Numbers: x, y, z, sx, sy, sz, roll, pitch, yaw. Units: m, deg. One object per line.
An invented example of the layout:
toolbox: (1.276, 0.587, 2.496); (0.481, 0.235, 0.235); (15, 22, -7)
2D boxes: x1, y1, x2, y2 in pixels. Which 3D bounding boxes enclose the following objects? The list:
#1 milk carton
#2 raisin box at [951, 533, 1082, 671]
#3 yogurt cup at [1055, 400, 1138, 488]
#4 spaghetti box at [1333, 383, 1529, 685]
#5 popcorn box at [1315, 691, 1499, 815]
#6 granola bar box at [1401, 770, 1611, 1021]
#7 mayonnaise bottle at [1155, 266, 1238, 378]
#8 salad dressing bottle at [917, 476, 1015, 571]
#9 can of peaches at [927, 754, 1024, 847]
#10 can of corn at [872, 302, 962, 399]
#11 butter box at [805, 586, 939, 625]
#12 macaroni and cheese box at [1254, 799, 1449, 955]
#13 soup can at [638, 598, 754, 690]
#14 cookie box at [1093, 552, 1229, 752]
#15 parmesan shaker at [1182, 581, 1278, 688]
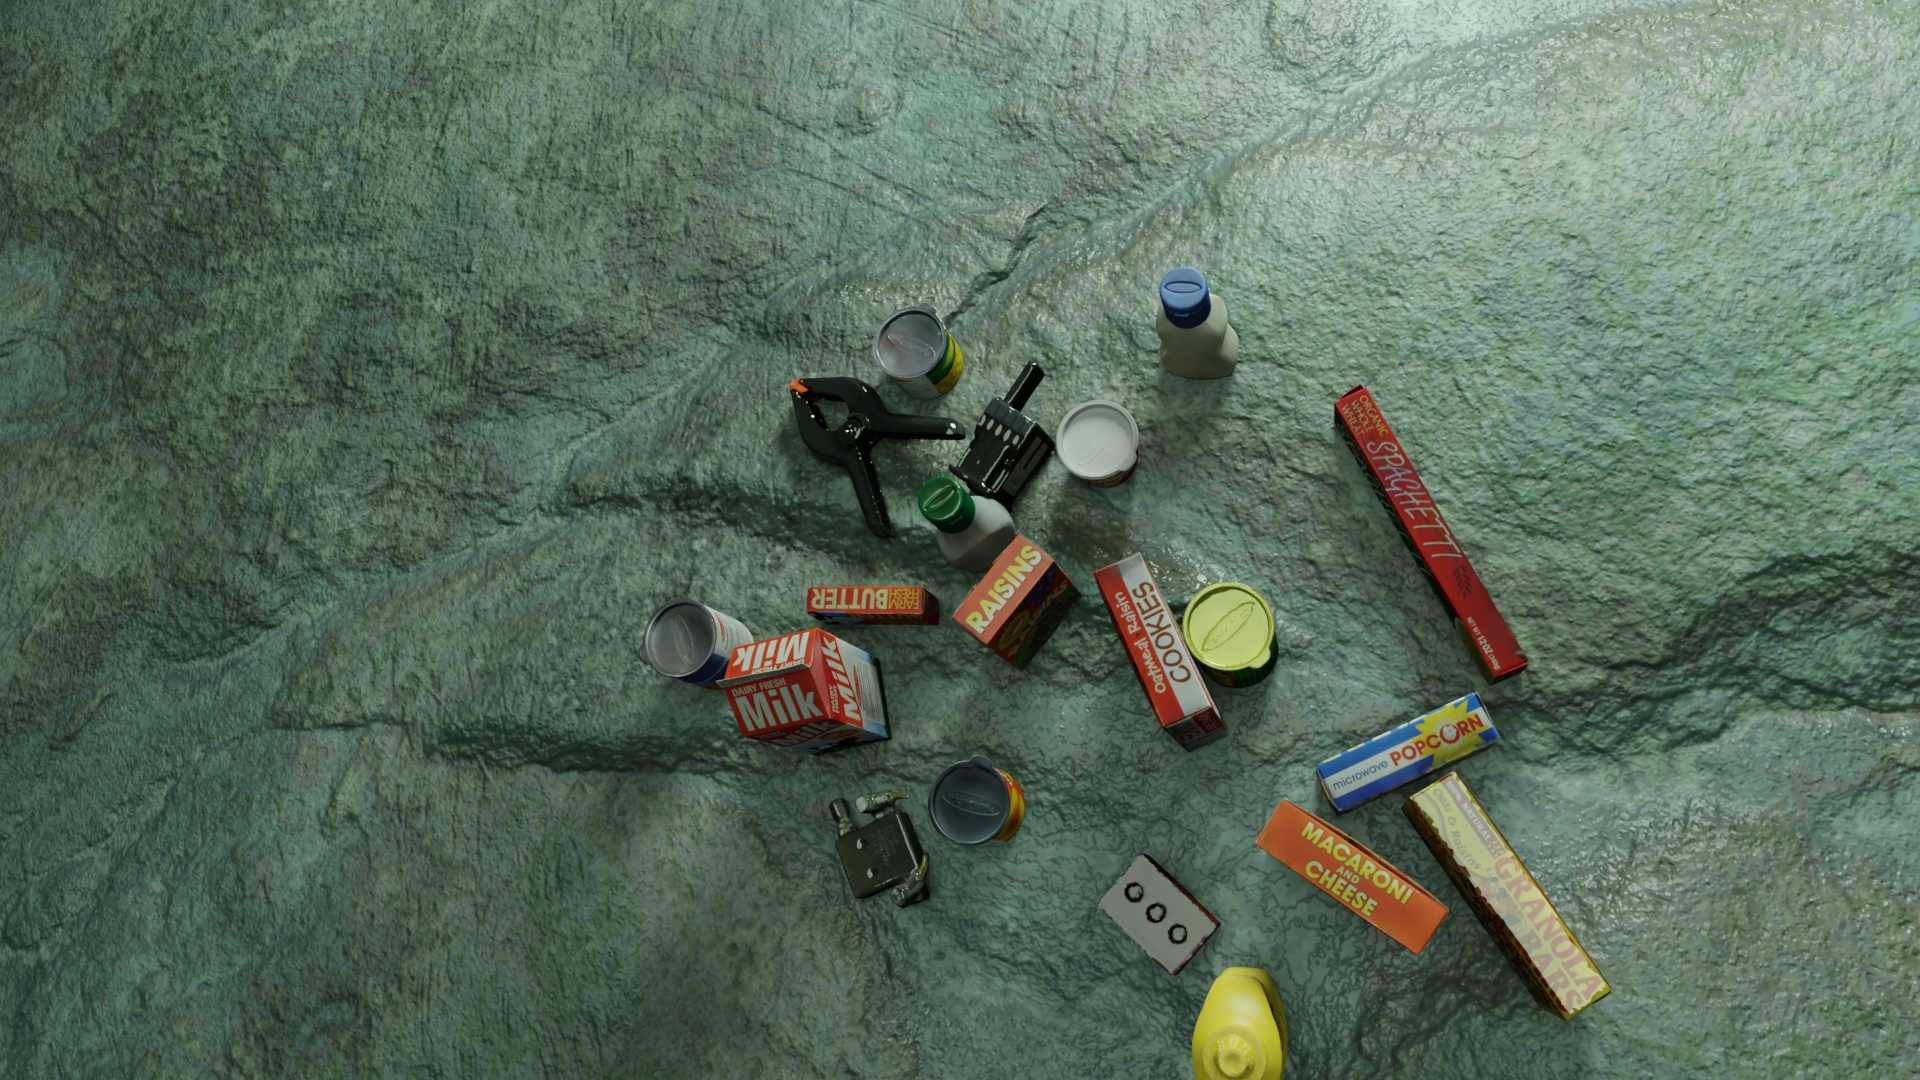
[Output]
milk carton: (-0.121, 0.119, 1.092); (0.072, 0.190, 0.073); (-14, 73, 11)
raisin box: (0.047, 0.051, 1.102); (0.040, 0.123, 0.086); (38, 88, 21)
yogurt cup: (0.117, -0.077, 1.155); (0.072, 0.054, 0.072); (-4, 75, 14)
spaghetti box: (0.359, -0.006, 1.073); (0.028, 0.050, 0.250); (-27, 70, 7)
popcorn box: (0.325, 0.159, 1.019); (0.126, 0.085, 0.038); (-26, 71, 7)
granola bar box: (0.373, 0.243, 0.962); (0.039, 0.124, 0.166); (-34, 70, 5)
mayonnaise bottle: (0.186, -0.173, 1.112); (0.065, 0.148, 0.041); (5, 77, 16)
salad dressing bottle: (0.004, -0.014, 1.118); (0.064, 0.147, 0.044); (-36, 70, 4)
can of peaches: (0.015, 0.208, 1.103); (0.071, 0.058, 0.071); (-4, 75, 14)
can of corn: (-0.035, -0.165, 1.217); (0.071, 0.058, 0.071); (-4, 75, 14)
butter box: (-0.073, 0.055, 1.170); (0.103, 0.053, 0.024); (-1, 76, 15)
macaroni and cheese box: (0.271, 0.234, 0.969); (0.124, 0.166, 0.040); (33, 86, 20)
soup can: (-0.224, 0.091, 1.184); (0.071, 0.083, 0.071); (-4, 75, 14)
cookie box: (0.152, 0.088, 1.040); (0.040, 0.167, 0.123); (-26, 71, 7)
parmesan shaker: (0.210, 0.077, 1.062); (0.071, 0.103, 0.071); (-4, 75, 14)
